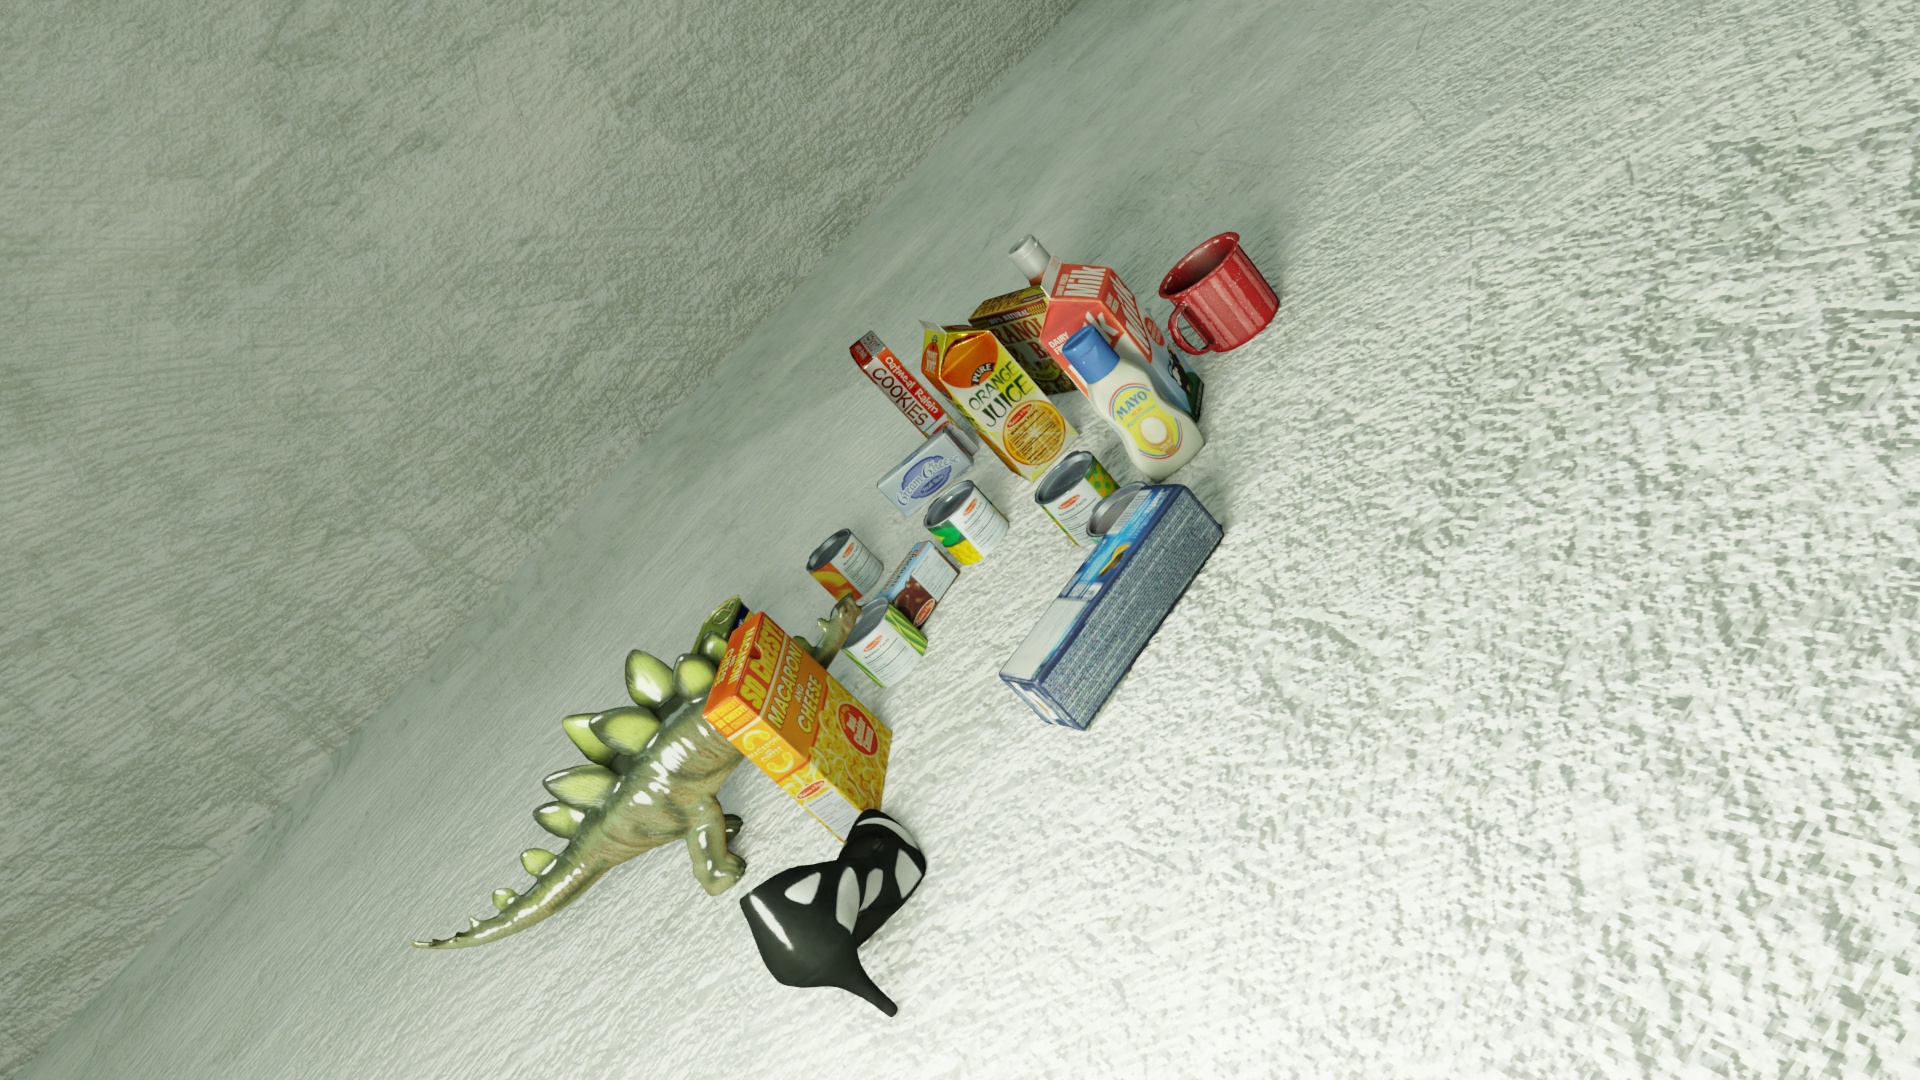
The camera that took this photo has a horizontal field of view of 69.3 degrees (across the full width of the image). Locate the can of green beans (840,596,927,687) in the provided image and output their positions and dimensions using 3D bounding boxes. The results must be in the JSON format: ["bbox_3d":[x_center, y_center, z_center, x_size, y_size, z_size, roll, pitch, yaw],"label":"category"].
[{"bbox_3d":[-0.074,0.096,1.314,0.071,0.057,0.071,-37,21,17],"label":"can of green beans"}]

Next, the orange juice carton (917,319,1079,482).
[{"bbox_3d":[0.028,-0.155,1.428,0.073,0.192,0.072,-45,20,-3],"label":"orange juice carton"}]

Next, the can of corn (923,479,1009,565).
[{"bbox_3d":[0.005,-0.017,1.392,0.071,0.058,0.071,-37,21,17],"label":"can of corn"}]

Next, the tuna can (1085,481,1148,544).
[{"bbox_3d":[0.141,-0.016,1.178,0.071,0.032,0.071,-37,21,17],"label":"tuna can"}]

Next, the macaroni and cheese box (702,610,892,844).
[{"bbox_3d":[-0.130,0.153,1.152,0.040,0.166,0.124,-35,22,21],"label":"macaroni and cheese box"}]

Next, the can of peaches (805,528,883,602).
[{"bbox_3d":[-0.129,0.030,1.545,0.071,0.058,0.071,-37,21,17],"label":"can of peaches"}]

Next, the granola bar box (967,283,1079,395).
[{"bbox_3d":[0.095,-0.220,1.529,0.039,0.124,0.165,-51,22,-19],"label":"granola bar box"}]

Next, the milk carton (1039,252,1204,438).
[{"bbox_3d":[0.138,-0.178,1.274,0.073,0.190,0.073,-31,24,31],"label":"milk carton"}]

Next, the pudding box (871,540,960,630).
[{"bbox_3d":[-0.044,0.046,1.369,0.030,0.049,0.084,-13,36,54],"label":"pudding box"}]

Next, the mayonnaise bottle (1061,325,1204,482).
[{"bbox_3d":[0.146,-0.122,1.210,0.064,0.148,0.041,-40,21,10],"label":"mayonnaise bottle"}]

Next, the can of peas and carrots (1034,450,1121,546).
[{"bbox_3d":[0.110,-0.038,1.241,0.071,0.058,0.071,-37,21,17],"label":"can of peas and carrots"}]

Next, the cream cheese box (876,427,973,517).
[{"bbox_3d":[-0.041,-0.078,1.600,0.103,0.053,0.024,-38,21,14],"label":"cream cheese box"}]

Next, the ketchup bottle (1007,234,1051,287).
[{"bbox_3d":[0.114,-0.282,1.580,0.043,0.148,0.065,-30,24,33],"label":"ketchup bottle"}]

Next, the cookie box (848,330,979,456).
[{"bbox_3d":[-0.058,-0.168,1.644,0.040,0.167,0.123,-42,20,3],"label":"cookie box"}]

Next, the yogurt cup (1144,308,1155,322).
[{"bbox_3d":[0.182,-0.192,1.416,0.072,0.054,0.073,-37,21,17],"label":"yogurt cup"}]
